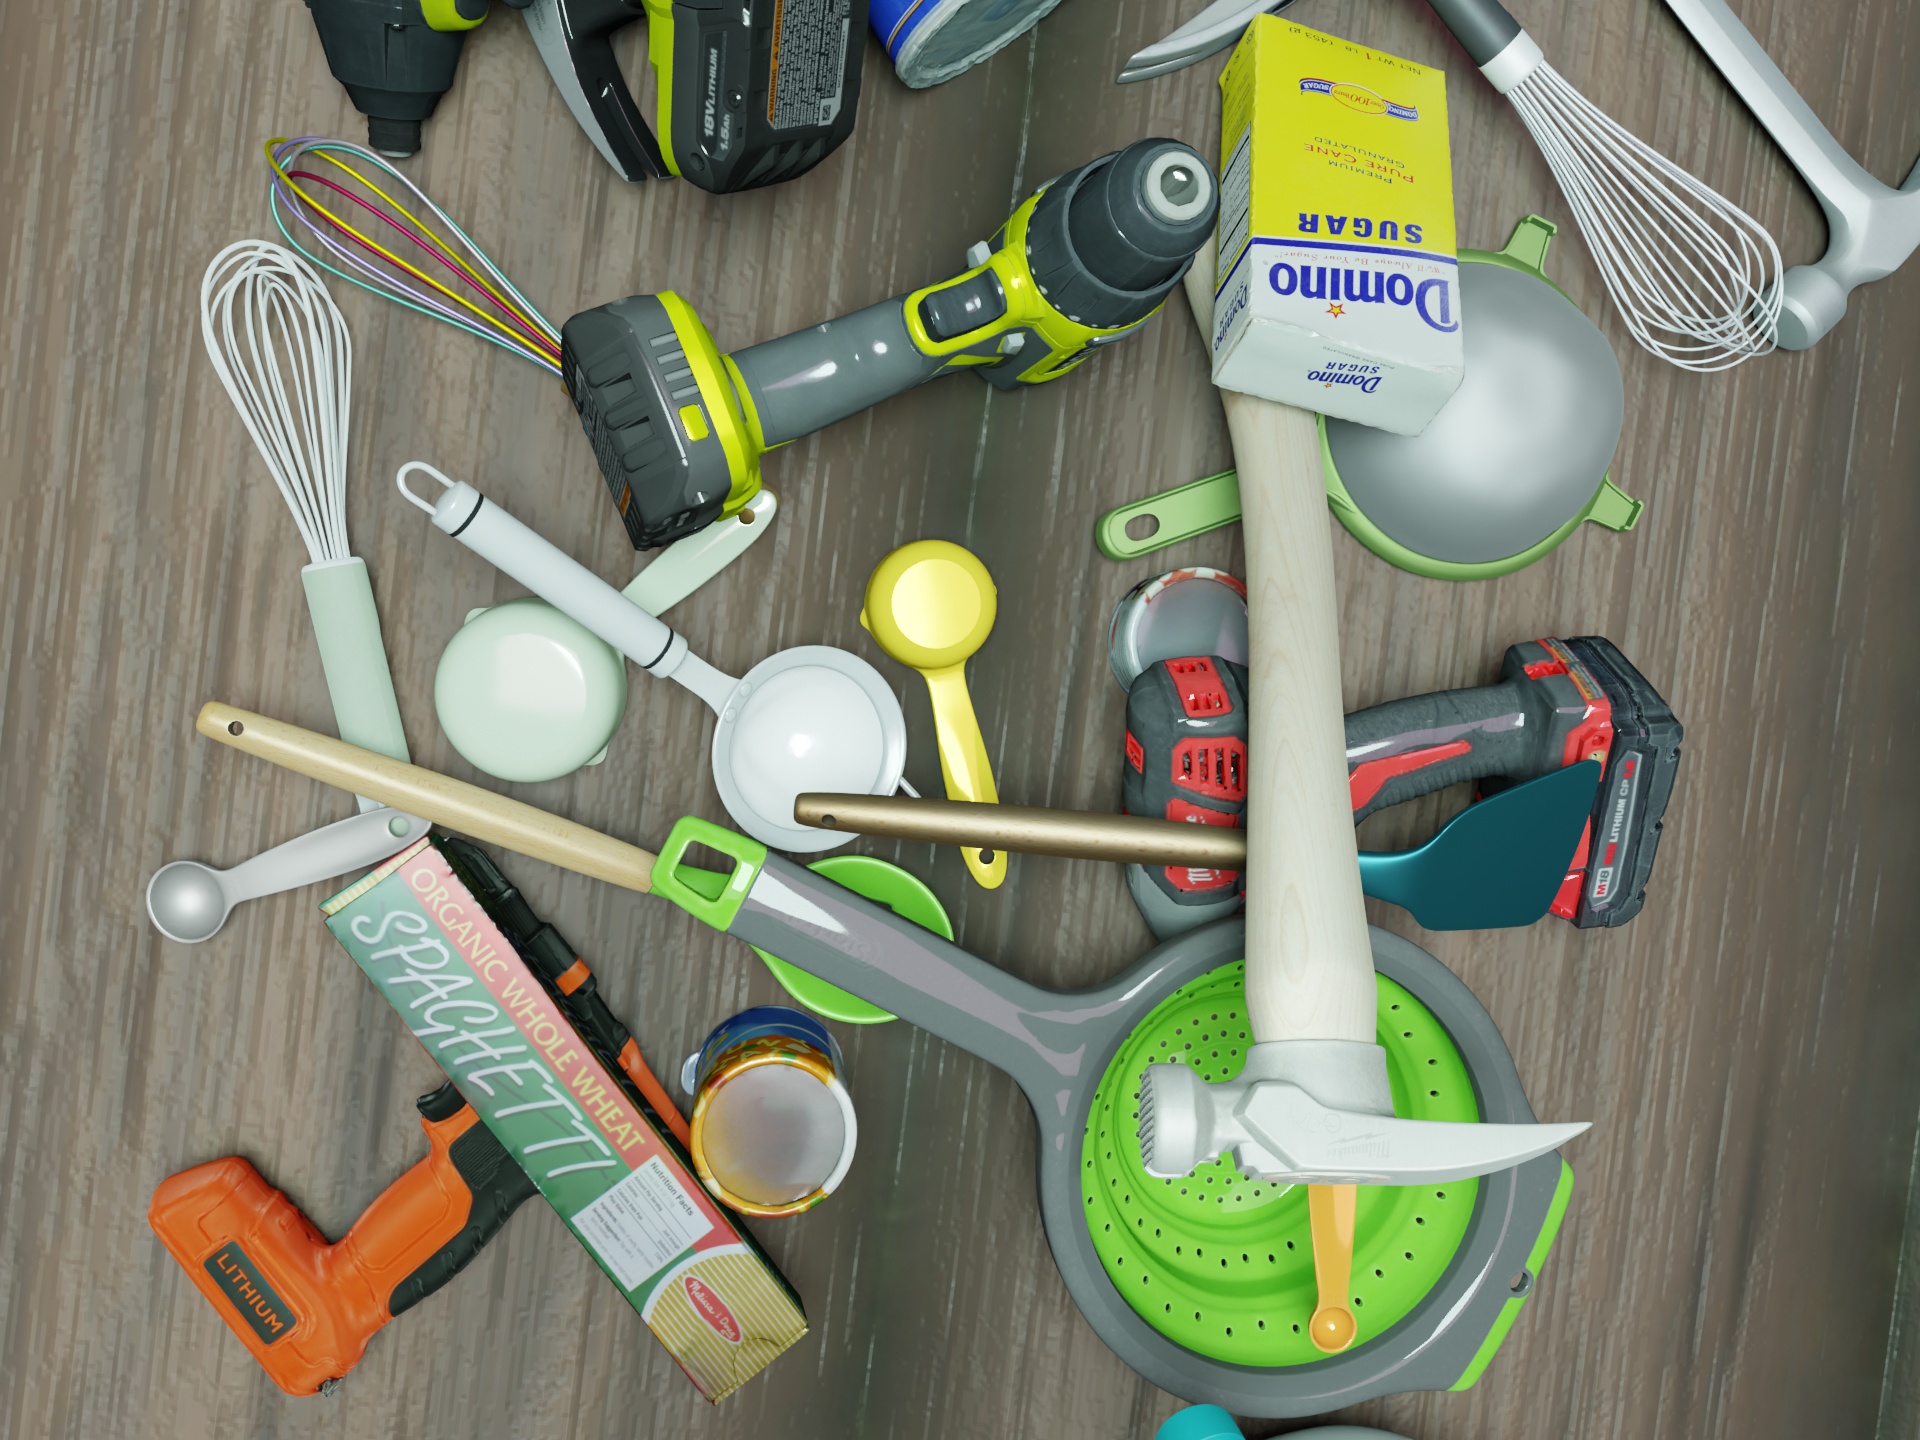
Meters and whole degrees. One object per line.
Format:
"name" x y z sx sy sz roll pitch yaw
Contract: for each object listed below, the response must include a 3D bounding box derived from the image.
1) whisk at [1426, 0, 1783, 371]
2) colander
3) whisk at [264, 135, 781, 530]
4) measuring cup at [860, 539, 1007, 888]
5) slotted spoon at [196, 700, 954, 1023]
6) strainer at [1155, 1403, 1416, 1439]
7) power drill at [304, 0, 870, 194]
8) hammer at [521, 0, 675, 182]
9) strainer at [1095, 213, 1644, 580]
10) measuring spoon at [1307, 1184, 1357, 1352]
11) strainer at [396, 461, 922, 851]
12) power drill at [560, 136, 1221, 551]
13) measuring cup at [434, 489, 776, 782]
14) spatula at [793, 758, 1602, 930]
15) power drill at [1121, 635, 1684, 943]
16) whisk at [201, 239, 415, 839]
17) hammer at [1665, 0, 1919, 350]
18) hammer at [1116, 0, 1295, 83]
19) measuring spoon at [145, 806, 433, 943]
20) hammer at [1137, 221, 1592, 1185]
"whisk" 0.259 -0.261 0.689 0.284 0.070 0.070 44 86 -11
"colander" 0.055 0.139 0.668 0.397 0.094 0.204 28 88 -7
"whisk" -0.178 -0.156 0.652 0.245 0.047 0.051 37 85 -11
"measuring cup" -0.001 -0.002 0.687 0.062 0.029 0.156 -13 92 -7
"slotted spoon" -0.148 0.052 0.649 0.313 0.031 0.070 22 83 -17
"strainer" 0.122 0.323 0.633 0.211 0.095 0.340 -28 128 -1
"power drill" -0.147 -0.278 0.583 0.223 0.080 0.171 22 122 20
"hammer" -0.026 -0.302 0.577 0.335 0.035 0.146 -5 109 28
"strainer" 0.184 -0.121 0.690 0.256 0.069 0.151 -20 95 -9
"measuring spoon" 0.146 0.190 0.630 0.021 0.011 0.117 0 88 -7
"strainer" -0.112 -0.024 0.633 0.258 0.050 0.087 38 78 -32
"power drill" -0.025 -0.143 0.588 0.228 0.190 0.080 -23 96 -13
"measuring cup" -0.142 -0.039 0.651 0.167 0.038 0.083 -38 99 3
"spatula" 0.094 0.045 0.626 0.317 0.044 0.082 6 122 -1
"power drill" 0.177 0.038 0.680 0.219 0.079 0.143 -4 122 -4
"whisk" -0.256 -0.070 0.644 0.058 0.059 0.246 -6 99 36
"hammer" 0.304 -0.366 0.717 0.144 0.035 0.405 -43 97 -4
"hammer" 0.026 -0.466 0.673 0.143 0.038 0.386 -36 96 -4
"measuring spoon" -0.270 0.058 0.648 0.124 0.018 0.034 -19 96 3
"hammer" 0.137 -0.033 0.612 0.146 0.038 0.411 1 65 0
